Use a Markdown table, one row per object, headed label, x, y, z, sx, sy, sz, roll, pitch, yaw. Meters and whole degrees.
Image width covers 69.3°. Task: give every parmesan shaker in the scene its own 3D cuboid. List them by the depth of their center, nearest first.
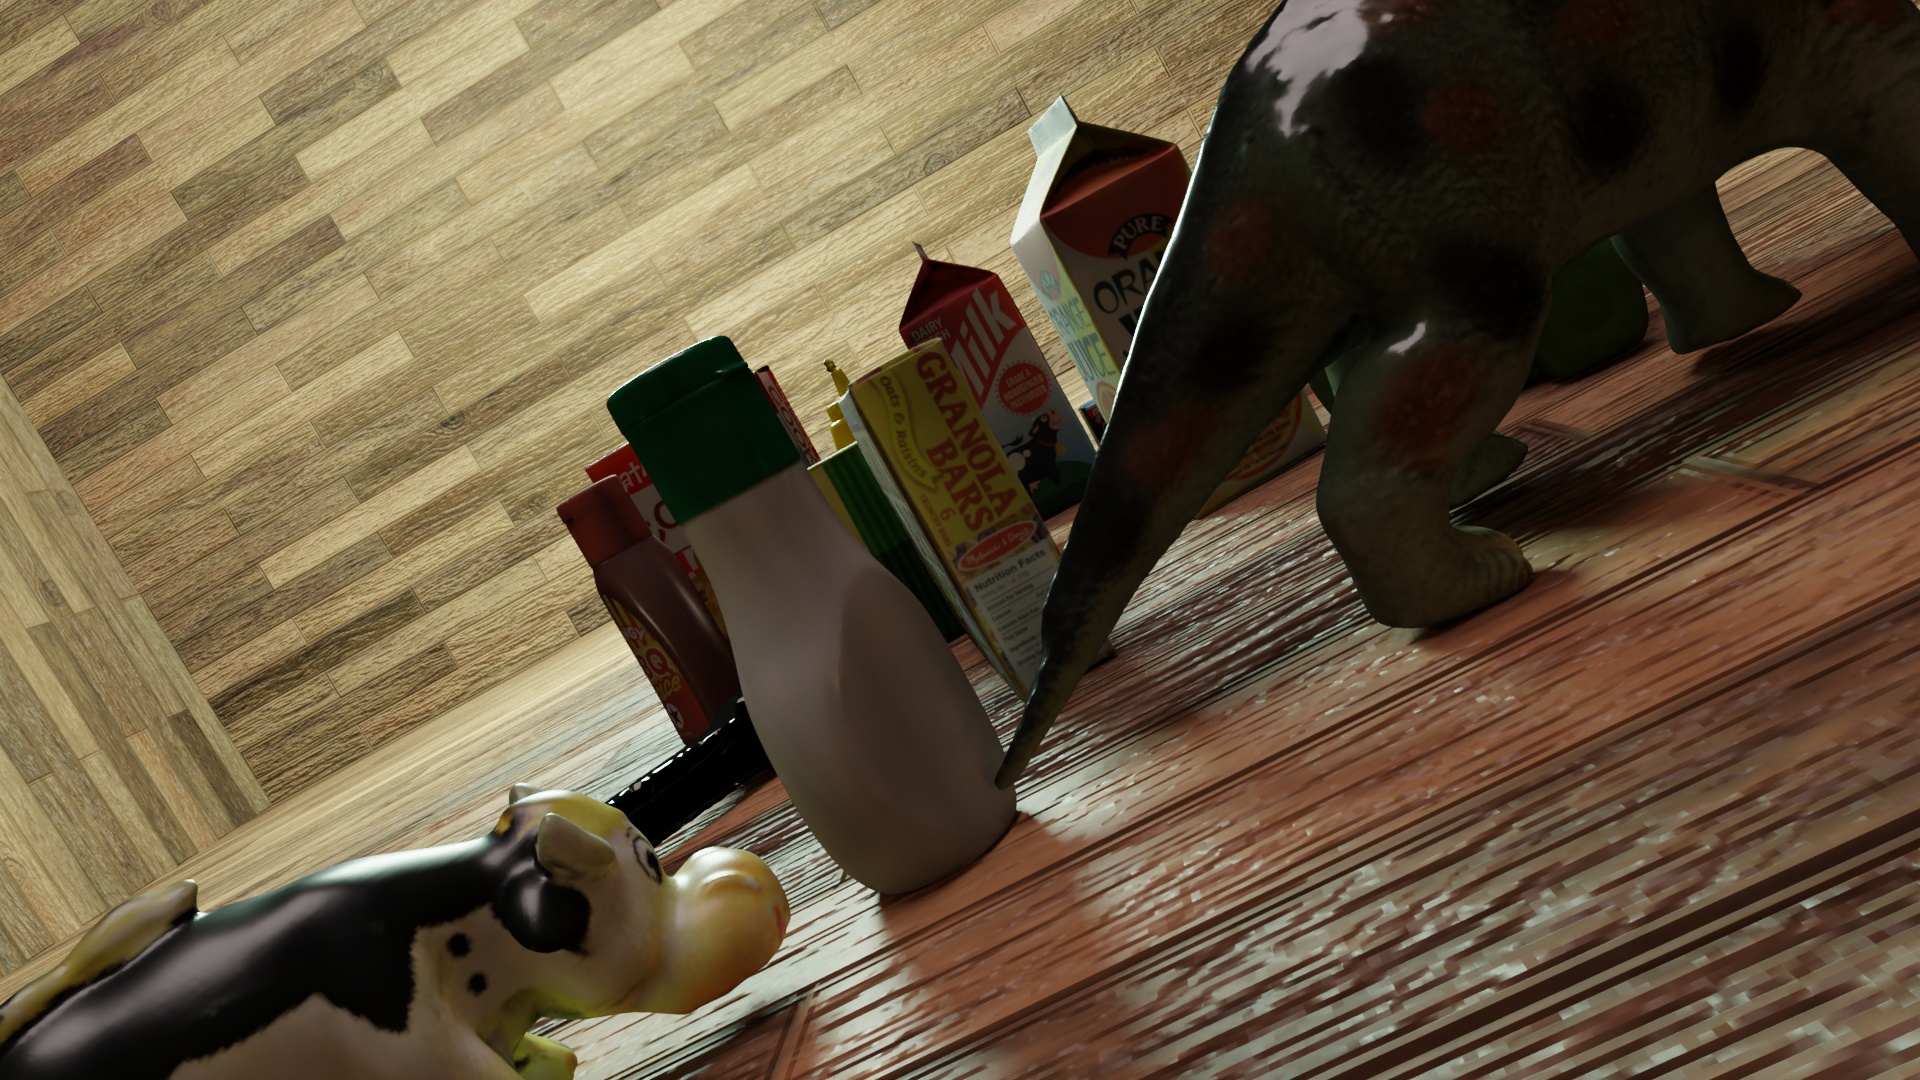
| label | x | y | z | sx | sy | sz | roll | pitch | yaw |
| --- | --- | --- | --- | --- | --- | --- | --- | --- | --- |
| parmesan shaker | -0.030 | -0.001 | 0.679 | 0.071 | 0.103 | 0.071 | -29 | 6 | 4 |

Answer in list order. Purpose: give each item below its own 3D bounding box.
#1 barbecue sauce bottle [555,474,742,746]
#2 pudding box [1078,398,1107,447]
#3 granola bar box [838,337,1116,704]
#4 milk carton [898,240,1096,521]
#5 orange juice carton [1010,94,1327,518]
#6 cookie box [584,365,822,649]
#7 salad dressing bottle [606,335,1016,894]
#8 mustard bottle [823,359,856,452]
| label | x | y | z | sx | sy | sz | roll | pitch | yaw |
| --- | --- | --- | --- | --- | --- | --- | --- | --- | --- |
| barbecue sauce bottle | -0.160 | 0.038 | 0.736 | 0.044 | 0.148 | 0.064 | -33 | 7 | -32 |
| pudding box | 0.126 | -0.087 | 0.914 | 0.084 | 0.049 | 0.030 | -29 | 6 | -2 |
| granola bar box | -0.002 | -0.011 | 0.541 | 0.039 | 0.124 | 0.165 | -30 | 6 | -3 |
| milk carton | 0.019 | -0.105 | 0.886 | 0.073 | 0.190 | 0.072 | -29 | 6 | 6 |
| orange juice carton | 0.084 | -0.111 | 0.640 | 0.073 | 0.192 | 0.072 | -30 | 6 | -6 |
| cookie box | -0.131 | -0.004 | 0.847 | 0.123 | 0.167 | 0.040 | -28 | 6 | 8 |
| salad dressing bottle | -0.039 | 0.019 | 0.363 | 0.044 | 0.147 | 0.064 | -25 | 7 | 33 |
| mustard bottle | -0.056 | -0.060 | 0.994 | 0.048 | 0.160 | 0.065 | -26 | 7 | 31 |
